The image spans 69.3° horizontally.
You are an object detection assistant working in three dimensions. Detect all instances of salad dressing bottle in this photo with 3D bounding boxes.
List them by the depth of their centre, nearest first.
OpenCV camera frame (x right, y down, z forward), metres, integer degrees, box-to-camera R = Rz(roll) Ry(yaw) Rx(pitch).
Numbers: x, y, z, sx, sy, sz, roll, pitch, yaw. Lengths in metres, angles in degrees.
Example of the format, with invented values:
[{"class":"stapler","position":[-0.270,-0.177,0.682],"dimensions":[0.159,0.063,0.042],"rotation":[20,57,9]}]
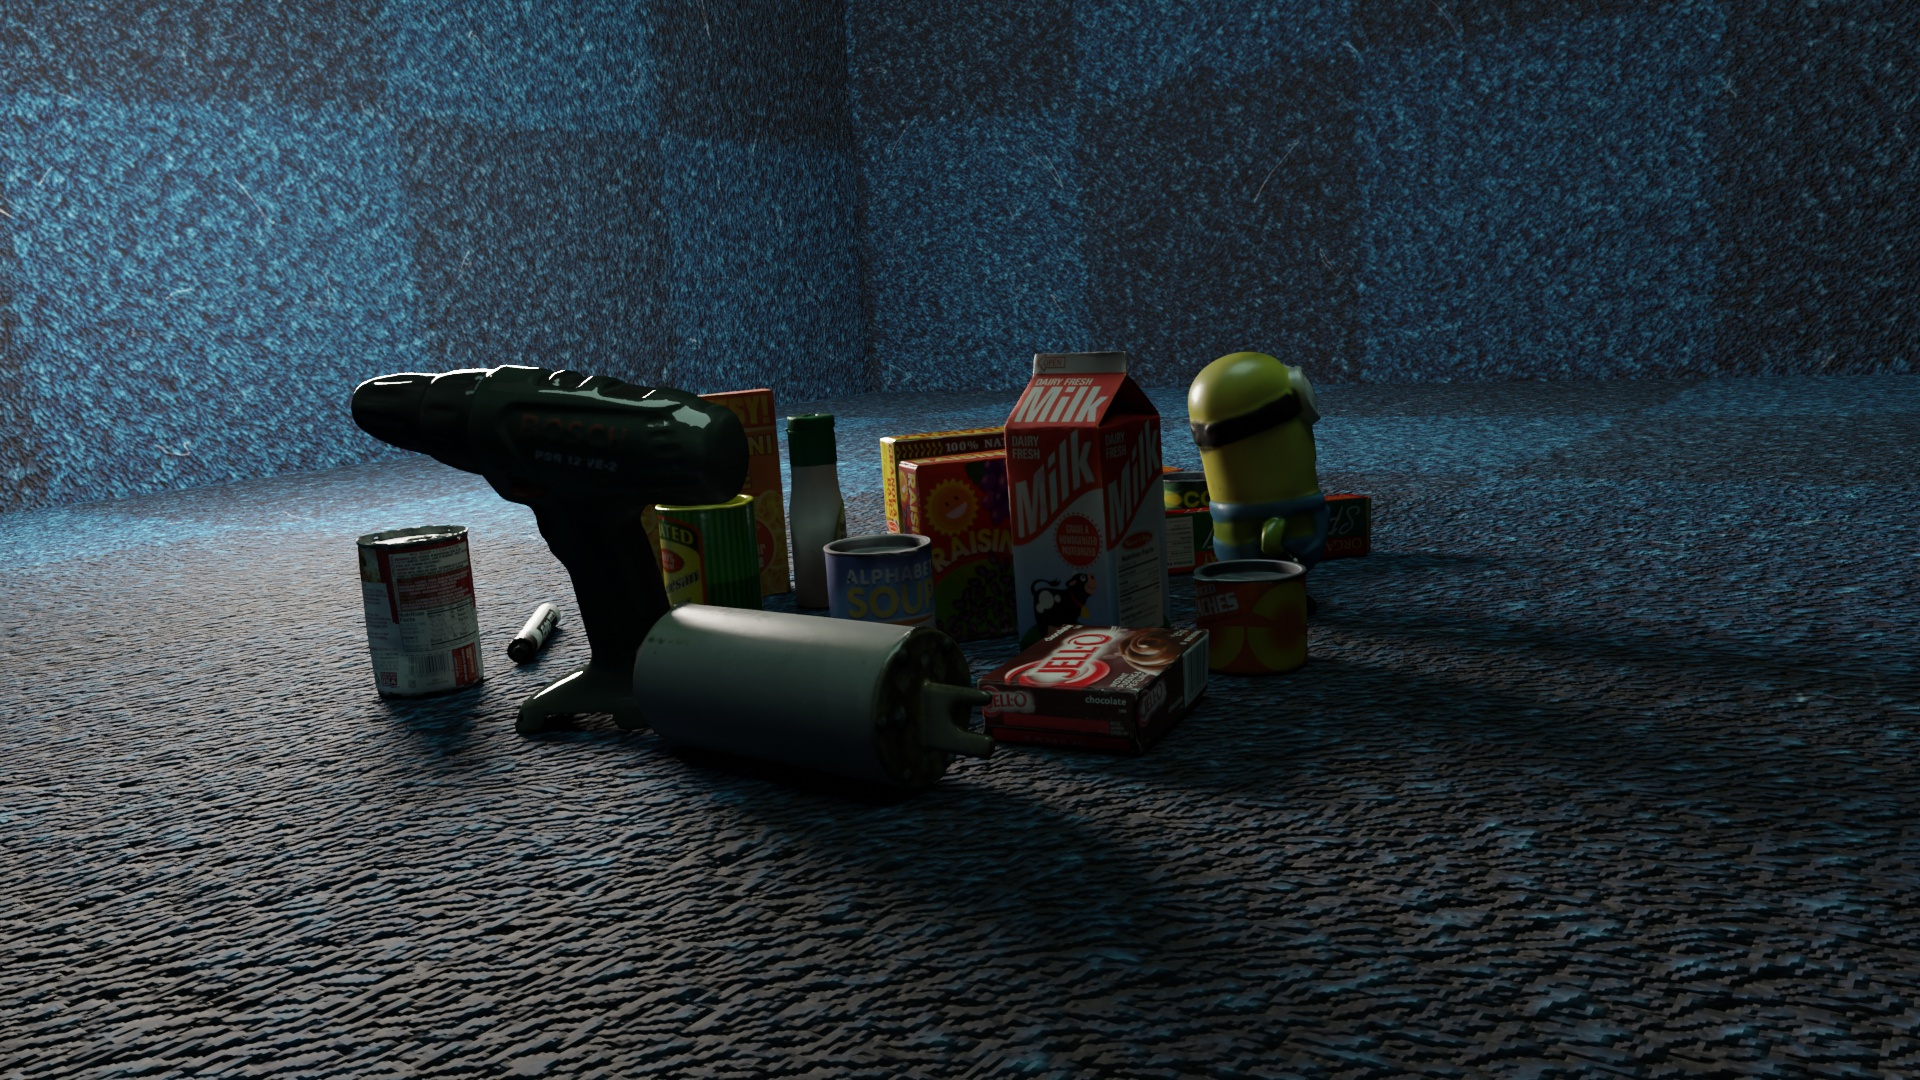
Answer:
[{"class":"salad dressing bottle","position":[-0.111,-0.024,1.077],"dimensions":[0.044,0.147,0.064],"rotation":[-3,9,4]}]

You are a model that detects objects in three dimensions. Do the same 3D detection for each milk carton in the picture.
[{"class":"milk carton","position":[0.079,-0.022,0.867],"dimensions":[0.072,0.190,0.074],"rotation":[4,12,39]}]

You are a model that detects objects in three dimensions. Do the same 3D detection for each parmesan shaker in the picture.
[{"class":"parmesan shaker","position":[-0.169,0.024,0.953],"dimensions":[0.071,0.103,0.071],"rotation":[-4,9,1]}]

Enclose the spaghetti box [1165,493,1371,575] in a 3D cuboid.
[{"class":"spaghetti box","position":[0.209,-0.002,1.118],"dimensions":[0.250,0.050,0.029],"rotation":[-5,9,-10]}]

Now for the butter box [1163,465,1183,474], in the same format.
[{"class":"butter box","position":[0.194,-0.050,1.392],"dimensions":[0.024,0.053,0.103],"rotation":[-6,10,-15]}]

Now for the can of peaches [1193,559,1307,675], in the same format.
[{"class":"can of peaches","position":[0.172,0.046,0.830],"dimensions":[0.071,0.058,0.071],"rotation":[-4,9,1]}]

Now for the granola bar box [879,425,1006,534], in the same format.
[{"class":"granola bar box","position":[0.023,-0.029,1.125],"dimensions":[0.166,0.124,0.039],"rotation":[-7,10,-19]}]

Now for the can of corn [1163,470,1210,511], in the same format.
[{"class":"can of corn","position":[0.210,-0.030,1.254],"dimensions":[0.071,0.058,0.071],"rotation":[-4,9,1]}]

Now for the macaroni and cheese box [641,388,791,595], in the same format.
[{"class":"macaroni and cheese box","position":[-0.207,-0.034,1.119],"dimensions":[0.124,0.166,0.040],"rotation":[-7,10,-20]}]

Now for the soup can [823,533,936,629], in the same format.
[{"class":"soup can","position":[-0.047,0.043,0.854],"dimensions":[0.071,0.083,0.071],"rotation":[-4,9,1]}]

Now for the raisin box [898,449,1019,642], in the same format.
[{"class":"raisin box","position":[0.007,0.004,0.944],"dimensions":[0.086,0.123,0.040],"rotation":[-7,10,-19]}]
